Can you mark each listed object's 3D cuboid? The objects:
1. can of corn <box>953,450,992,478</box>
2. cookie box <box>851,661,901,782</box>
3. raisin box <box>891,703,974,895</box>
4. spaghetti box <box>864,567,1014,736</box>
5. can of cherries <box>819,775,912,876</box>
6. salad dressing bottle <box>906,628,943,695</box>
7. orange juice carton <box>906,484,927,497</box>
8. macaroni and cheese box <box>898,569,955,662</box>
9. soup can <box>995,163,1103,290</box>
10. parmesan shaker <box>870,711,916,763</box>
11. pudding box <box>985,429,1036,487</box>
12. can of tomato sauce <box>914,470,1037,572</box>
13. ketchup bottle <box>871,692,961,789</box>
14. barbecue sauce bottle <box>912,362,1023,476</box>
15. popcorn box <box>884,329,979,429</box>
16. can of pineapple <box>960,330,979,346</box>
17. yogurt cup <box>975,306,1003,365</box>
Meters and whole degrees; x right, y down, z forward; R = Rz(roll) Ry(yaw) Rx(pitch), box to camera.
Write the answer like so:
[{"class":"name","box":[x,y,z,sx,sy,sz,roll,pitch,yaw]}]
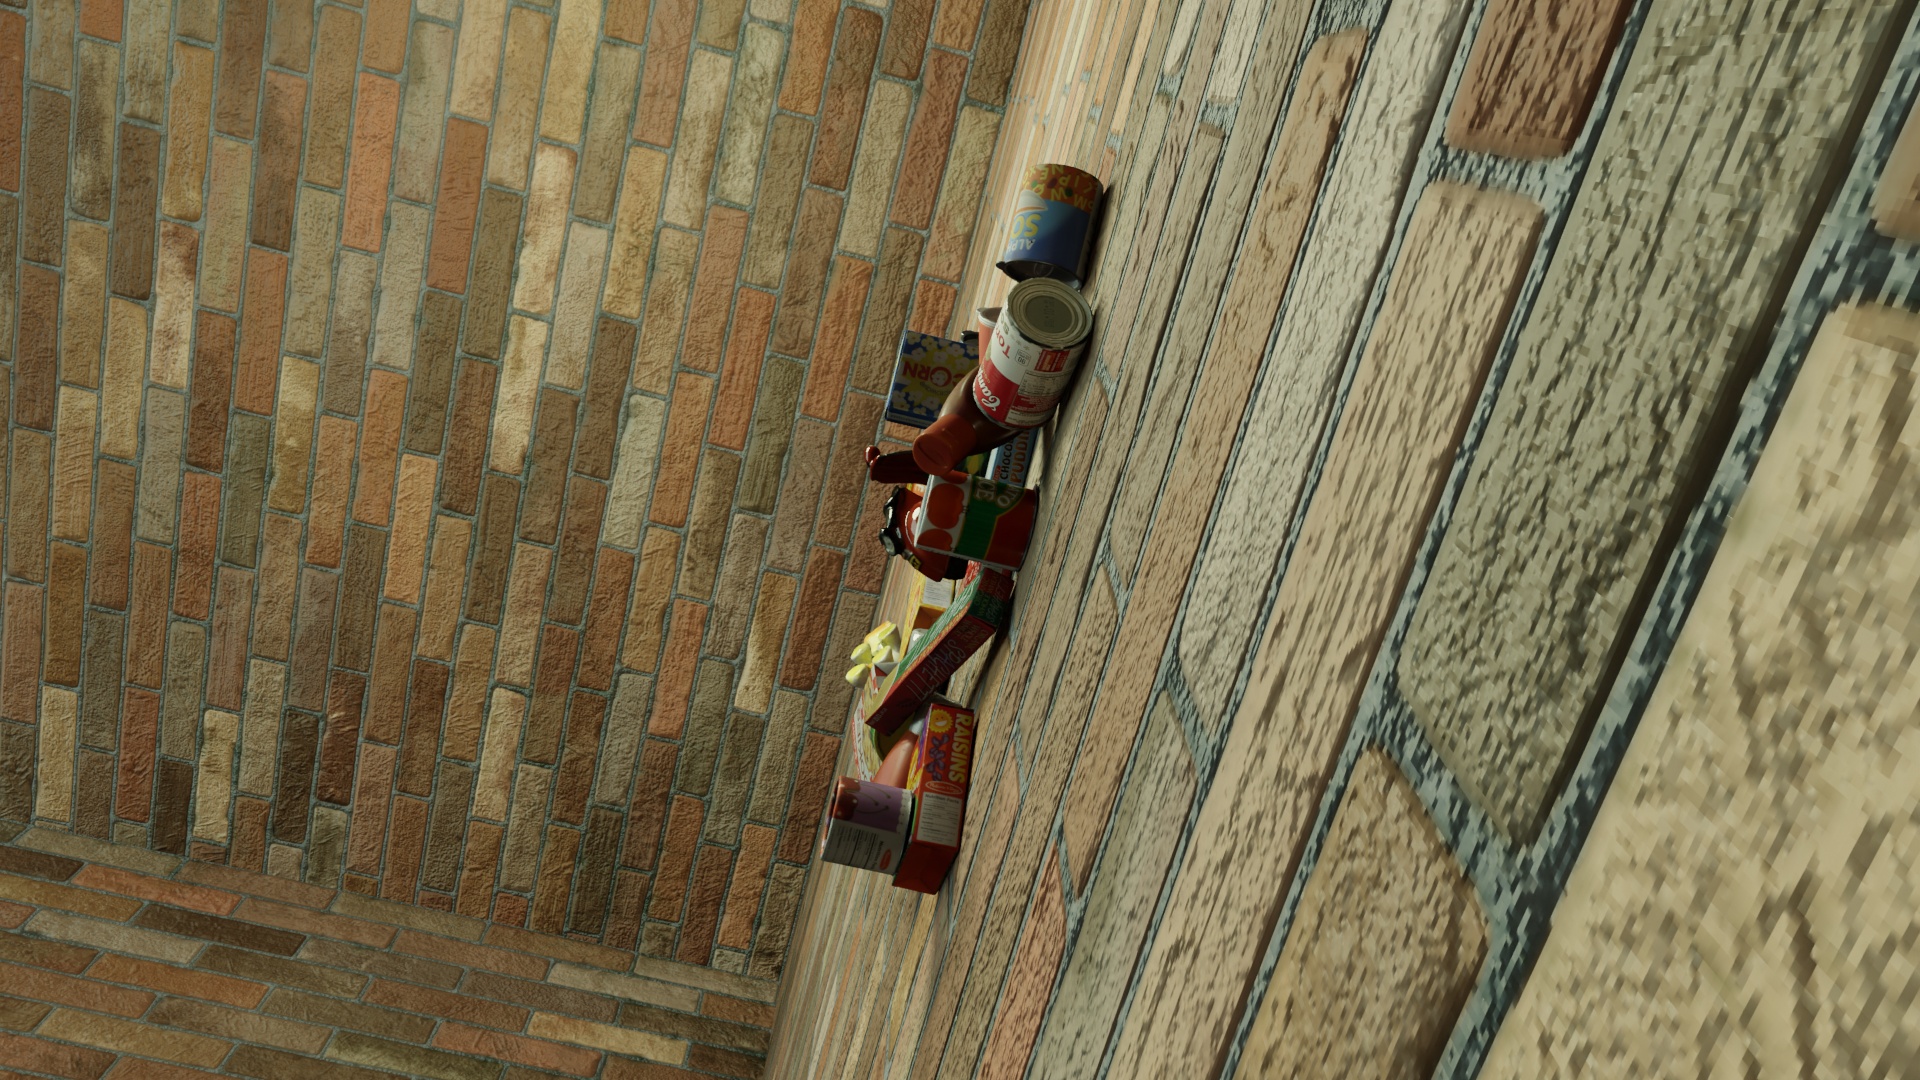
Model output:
[{"class":"can of corn","box":[0.020,-0.063,1.248,0.071,0.058,0.071,-162,86,-85]},{"class":"cookie box","box":[-0.085,0.226,1.538,0.166,0.040,0.123,112,152,-58]},{"class":"raisin box","box":[-0.020,0.203,1.094,0.085,0.040,0.124,108,172,-50]},{"class":"spaghetti box","box":[-0.021,0.098,1.161,0.248,0.029,0.050,-50,13,54]},{"class":"can of cherries","box":[-0.072,0.216,1.063,0.071,0.058,0.071,-163,86,-84]},{"class":"salad dressing bottle","box":[-0.043,0.166,1.414,0.064,0.044,0.147,-13,-64,-80]},{"class":"orange juice carton","box":[-0.021,-0.067,1.626,0.192,0.073,0.072,-173,97,-84]},{"class":"macaroni and cheese box","box":[-0.037,0.070,1.617,0.167,0.040,0.123,-83,9,-53]},{"class":"soup can","box":[0.072,-0.250,1.110,0.071,0.071,0.084,137,146,-81]},{"class":"parmesan shaker","box":[-0.049,0.186,1.329,0.103,0.071,0.071,137,147,-82]},{"class":"pudding box","box":[0.044,-0.079,1.191,0.049,0.030,0.083,-152,76,-86]},{"class":"can of tomato sauce","box":[0.012,-0.019,1.078,0.071,0.083,0.071,-163,86,-85]},{"class":"ketchup bottle","box":[-0.043,0.207,1.223,0.043,0.065,0.149,24,-93,-59]},{"class":"barbecue sauce bottle","box":[0.014,-0.097,1.095,0.043,0.065,0.149,-53,-6,39]},{"class":"popcorn box","box":[-0.003,-0.146,1.341,0.038,0.127,0.085,109,174,-69]},{"class":"can of pineapple","box":[0.025,-0.180,1.456,0.071,0.071,0.057,-85,10,-60]},{"class":"yogurt cup","box":[0.047,-0.172,1.233,0.073,0.072,0.053,-88,5,-66]}]
